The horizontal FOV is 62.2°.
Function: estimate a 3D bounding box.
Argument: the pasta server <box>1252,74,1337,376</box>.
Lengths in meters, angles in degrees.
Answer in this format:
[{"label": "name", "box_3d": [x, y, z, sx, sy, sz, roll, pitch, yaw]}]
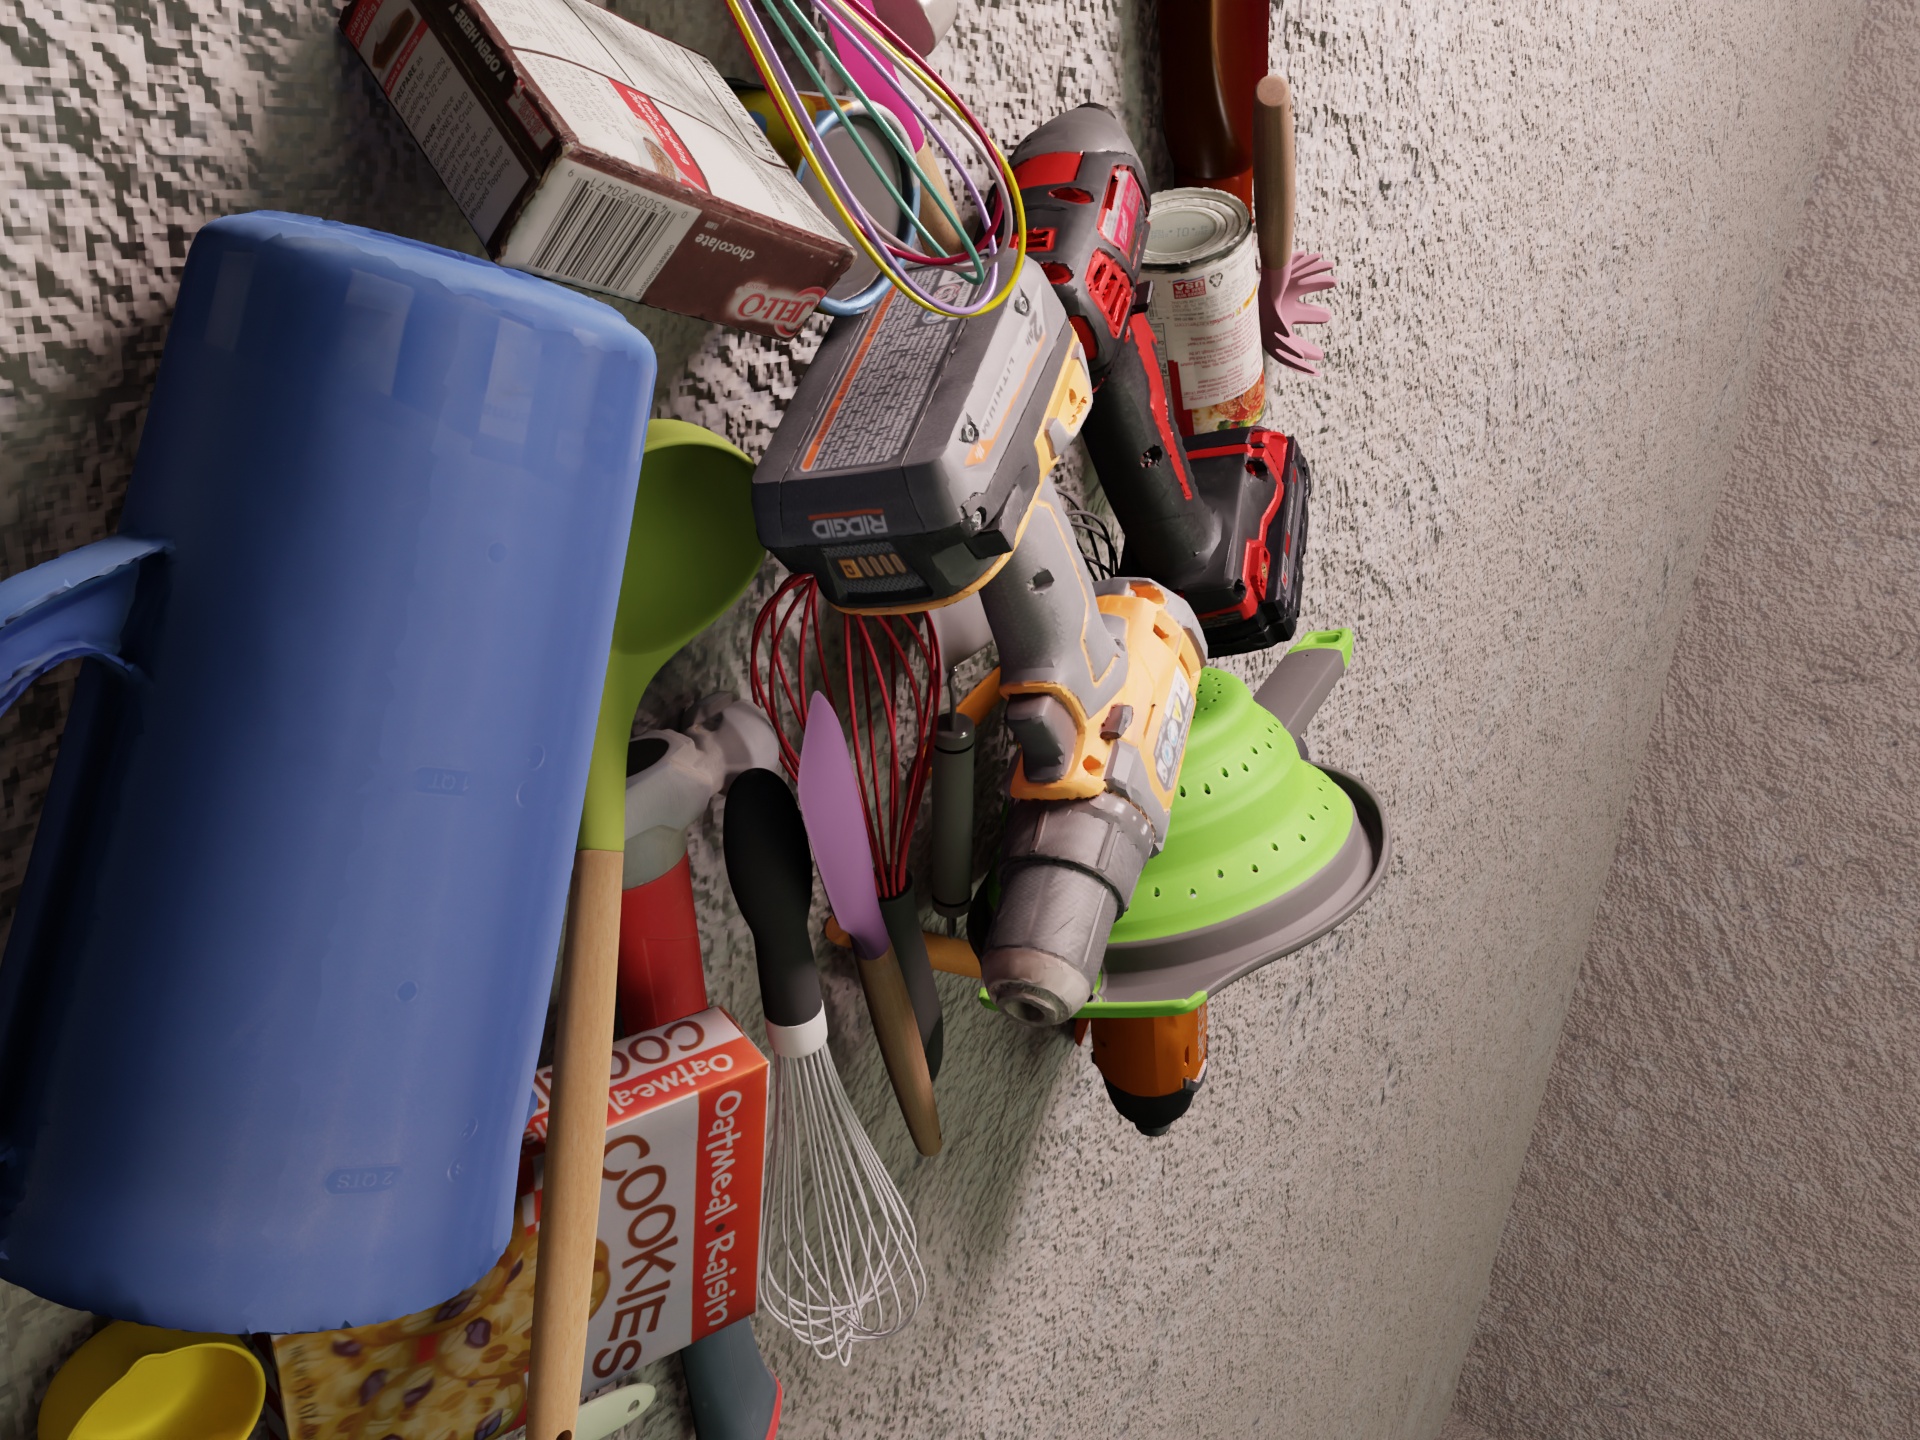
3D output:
[{"label": "pasta server", "box_3d": [0.155, -0.225, 0.742, 0.316, 0.040, 0.060, 12, 88, -78]}]

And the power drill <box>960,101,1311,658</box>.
[{"label": "power drill", "box_3d": [0.073, -0.136, 0.650, 0.219, 0.078, 0.143, 54, 38, -42]}]

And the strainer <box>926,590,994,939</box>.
[{"label": "strainer", "box_3d": [-0.001, -0.002, 0.686, 0.087, 0.050, 0.258, -85, 177, -54]}]

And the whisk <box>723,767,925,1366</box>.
[{"label": "whisk", "box_3d": [-0.060, 0.141, 0.609, 0.070, 0.070, 0.284, -36, 131, -43]}]

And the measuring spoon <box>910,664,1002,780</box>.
[{"label": "measuring spoon", "box_3d": [0.014, -0.008, 0.751, 0.117, 0.011, 0.021, -47, 143, -32]}]

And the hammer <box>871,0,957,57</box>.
[{"label": "hammer", "box_3d": [-0.034, -0.367, 0.443, 0.130, 0.031, 0.331, -57, 147, -20]}]

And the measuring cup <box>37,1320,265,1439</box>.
[{"label": "measuring cup", "box_3d": [-0.270, 0.211, 0.428, 0.156, 0.029, 0.062, -22, 127, -37]}]

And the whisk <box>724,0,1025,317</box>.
[{"label": "whisk", "box_3d": [-0.058, -0.207, 0.416, 0.047, 0.051, 0.244, -36, 120, 11]}]

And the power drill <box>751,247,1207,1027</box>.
[{"label": "power drill", "box_3d": [0.017, -0.020, 0.551, 0.226, 0.084, 0.185, 58, 41, -42]}]

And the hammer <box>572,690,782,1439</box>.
[{"label": "hammer", "box_3d": [-0.119, 0.183, 0.629, 0.143, 0.038, 0.386, -35, 135, -42]}]

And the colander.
[{"label": "colander", "box_3d": [0.126, 0.001, 0.805, 0.397, 0.204, 0.094, -43, 121, -52]}]

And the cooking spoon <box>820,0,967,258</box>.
[{"label": "cooking spoon", "box_3d": [-0.012, -0.189, 0.575, 0.318, 0.017, 0.069, 58, 15, -59]}]

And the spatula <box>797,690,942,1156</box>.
[{"label": "spatula", "box_3d": [-0.031, 0.100, 0.629, 0.315, 0.018, 0.060, 80, 12, -50]}]

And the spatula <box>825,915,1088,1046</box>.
[{"label": "spatula", "box_3d": [0.021, 0.128, 0.836, 0.322, 0.041, 0.081, 25, 85, -55]}]

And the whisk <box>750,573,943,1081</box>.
[{"label": "whisk", "box_3d": [-0.034, 0.054, 0.654, 0.073, 0.073, 0.295, -44, 141, -36]}]

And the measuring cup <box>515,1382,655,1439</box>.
[{"label": "measuring cup", "box_3d": [-0.170, 0.300, 0.615, 0.167, 0.038, 0.083, -4, 111, -55]}]

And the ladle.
[{"label": "ladle", "box_3d": [-0.104, 0.066, 0.481, 0.078, 0.062, 0.320, 11, 79, -48]}]

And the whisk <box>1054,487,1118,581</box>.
[{"label": "whisk", "box_3d": [0.073, -0.057, 0.789, 0.238, 0.055, 0.055, 30, 82, -64]}]

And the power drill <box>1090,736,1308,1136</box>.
[{"label": "power drill", "box_3d": [0.135, 0.121, 0.918, 0.227, 0.084, 0.164, -56, 149, -44]}]
